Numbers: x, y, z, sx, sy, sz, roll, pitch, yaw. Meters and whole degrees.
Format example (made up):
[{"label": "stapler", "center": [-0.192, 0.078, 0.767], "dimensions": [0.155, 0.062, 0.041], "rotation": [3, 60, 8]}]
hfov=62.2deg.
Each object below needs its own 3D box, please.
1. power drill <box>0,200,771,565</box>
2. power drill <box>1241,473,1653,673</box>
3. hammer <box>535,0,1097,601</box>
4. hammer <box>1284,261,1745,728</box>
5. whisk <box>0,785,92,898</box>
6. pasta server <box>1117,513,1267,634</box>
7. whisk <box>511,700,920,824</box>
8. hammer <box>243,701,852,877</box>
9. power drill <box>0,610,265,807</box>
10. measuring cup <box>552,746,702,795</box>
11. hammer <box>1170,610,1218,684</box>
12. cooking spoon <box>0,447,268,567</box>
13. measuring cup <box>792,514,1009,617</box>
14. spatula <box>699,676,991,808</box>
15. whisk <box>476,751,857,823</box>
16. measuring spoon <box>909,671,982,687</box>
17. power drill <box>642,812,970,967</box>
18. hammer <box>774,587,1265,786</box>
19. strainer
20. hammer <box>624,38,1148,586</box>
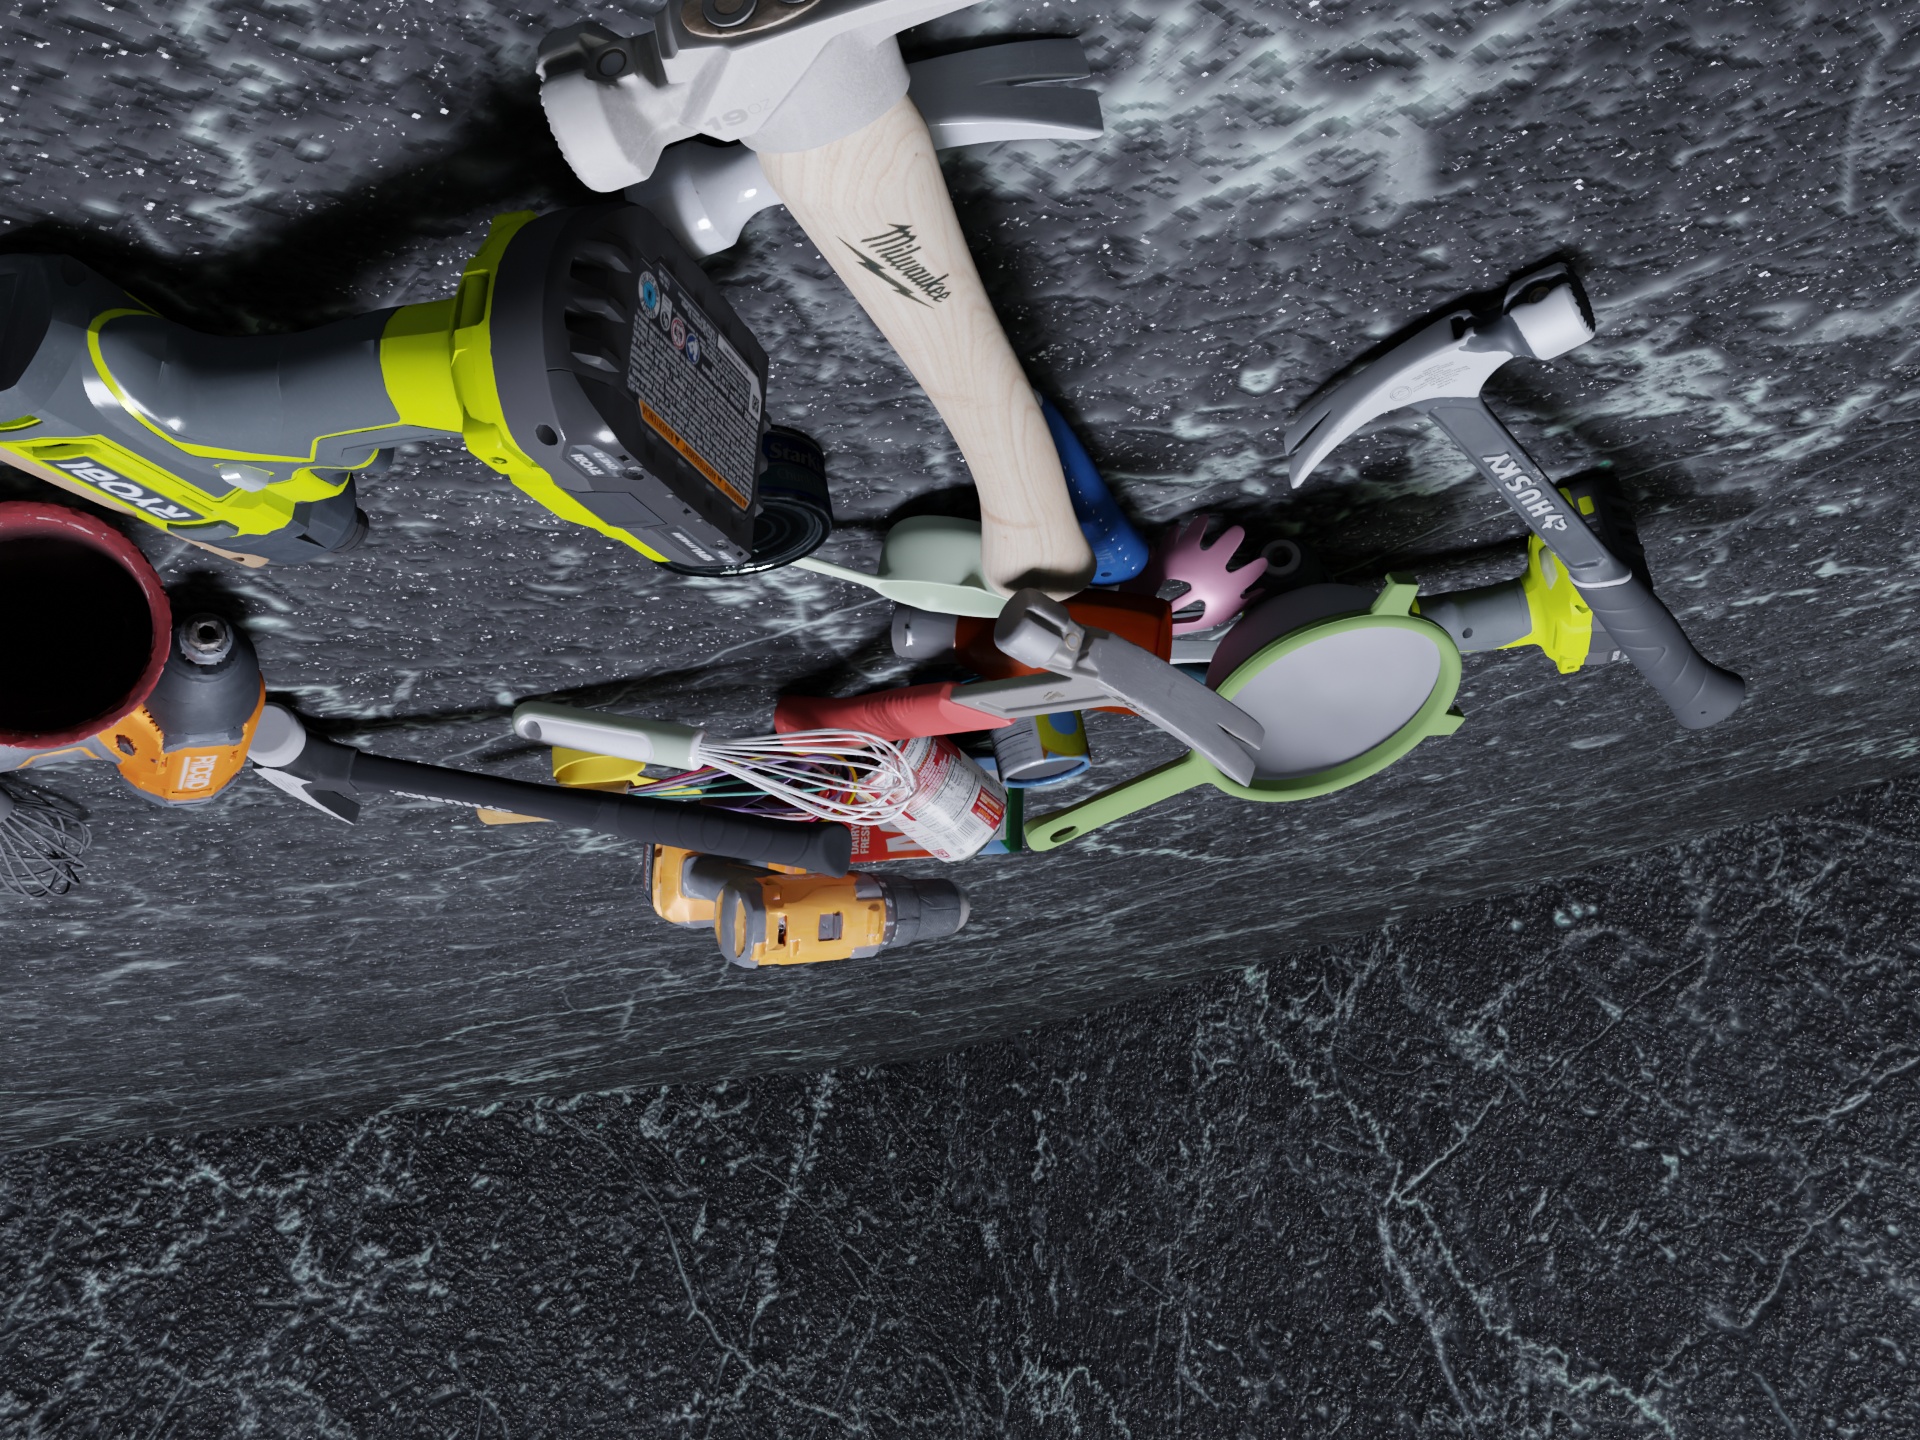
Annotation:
[{"label": "power drill", "center": [-0.183, -0.097, 0.524], "dimensions": [0.223, 0.080, 0.171], "rotation": [-1, 165, 16]}, {"label": "power drill", "center": [0.281, -0.072, 0.949], "dimensions": [0.228, 0.080, 0.190], "rotation": [-12, 155, 12]}, {"label": "hammer", "center": [0.013, -0.123, 0.557], "dimensions": [0.146, 0.038, 0.410], "rotation": [-15, 163, 9]}, {"label": "hammer", "center": [0.320, -0.082, 0.826], "dimensions": [0.149, 0.036, 0.408], "rotation": [-23, 144, 33]}, {"label": "whisk", "center": [-0.536, 0.047, 0.872], "dimensions": [0.055, 0.055, 0.238], "rotation": [-8, 158, -12]}, {"label": "pasta server", "center": [0.062, -0.045, 0.956], "dimensions": [0.040, 0.060, 0.316], "rotation": [-46, -168, -32]}, {"label": "whisk", "center": [-0.142, 0.019, 0.909], "dimensions": [0.246, 0.057, 0.059], "rotation": [9, -149, 10]}, {"label": "hammer", "center": [-0.228, 0.050, 0.919], "dimensions": [0.334, 0.035, 0.146], "rotation": [10, 163, -4]}, {"label": "power drill", "center": [-0.433, -0.004, 0.711], "dimensions": [0.226, 0.084, 0.164], "rotation": [-5, 162, -33]}, {"label": "measuring cup", "center": [-0.212, 0.028, 1.046], "dimensions": [0.062, 0.029, 0.156], "rotation": [-16, 165, 16]}, {"label": "hammer", "center": [0.180, -0.023, 1.119], "dimensions": [0.128, 0.033, 0.330], "rotation": [-22, 160, 36]}, {"label": "cooking spoon", "center": [-0.345, -0.108, 0.530], "dimensions": [0.069, 0.017, 0.318], "rotation": [-11, 163, 15]}, {"label": "measuring cup", "center": [-0.045, -0.086, 0.774], "dimensions": [0.167, 0.038, 0.083], "rotation": [13, 173, -15]}, {"label": "spatula", "center": [-0.059, 0.009, 1.015], "dimensions": [0.316, 0.060, 0.018], "rotation": [-20, 124, 37]}, {"label": "whisk", "center": [-0.182, 0.048, 0.974], "dimensions": [0.245, 0.047, 0.051], "rotation": [-5, 179, 11]}, {"label": "measuring spoon", "center": [0.012, -0.015, 0.986], "dimensions": [0.128, 0.021, 0.042], "rotation": [-9, 136, 48]}, {"label": "power drill", "center": [-0.118, 0.123, 1.168], "dimensions": [0.185, 0.084, 0.226], "rotation": [0, -172, -32]}, {"label": "hammer", "center": [-0.001, -0.003, 0.873], "dimensions": [0.149, 0.037, 0.359], "rotation": [29, 162, -25]}, {"label": "strainer", "center": [0.146, -0.004, 0.889], "dimensions": [0.256, 0.069, 0.151], "rotation": [-25, 141, 12]}, {"label": "hammer", "center": [0.025, -0.134, 0.652], "dimensions": [0.144, 0.035, 0.405], "rotation": [-15, 163, 14]}]
